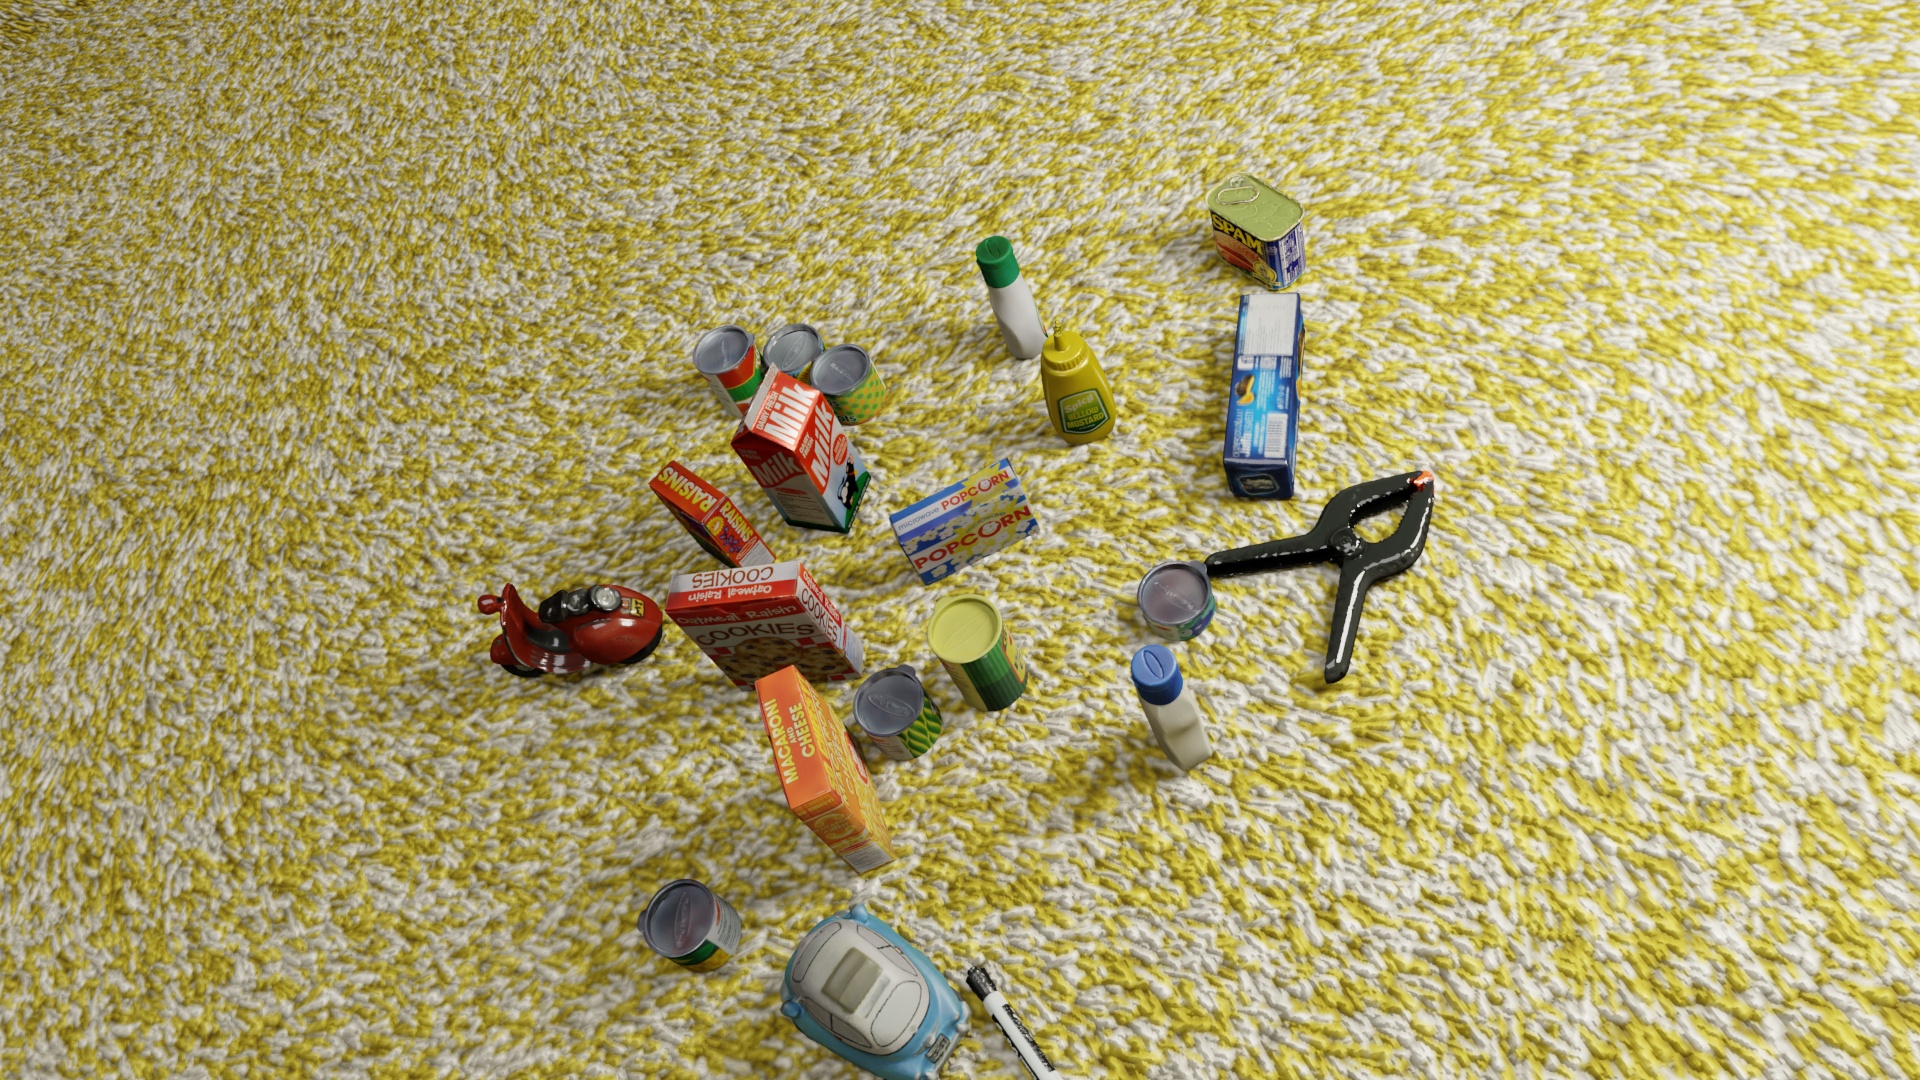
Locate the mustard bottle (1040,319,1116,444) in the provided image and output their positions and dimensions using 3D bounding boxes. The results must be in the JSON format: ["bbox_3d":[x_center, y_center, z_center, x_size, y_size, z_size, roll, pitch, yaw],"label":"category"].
[{"bbox_3d":[0.106,-0.153,1.318,0.065,0.159,0.049,-18,56,7],"label":"mustard bottle"}]

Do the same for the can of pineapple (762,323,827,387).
[{"bbox_3d":[-0.170,-0.189,1.494,0.071,0.057,0.071,-8,57,13],"label":"can of pineapple"}]

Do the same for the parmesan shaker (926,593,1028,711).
[{"bbox_3d":[0.016,0.098,1.225,0.071,0.102,0.071,-9,57,14],"label":"parmesan shaker"}]

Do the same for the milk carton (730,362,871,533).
[{"bbox_3d":[-0.159,-0.088,1.346,0.073,0.189,0.072,8,63,23],"label":"milk carton"}]

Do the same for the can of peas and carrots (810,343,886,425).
[{"bbox_3d":[-0.118,-0.162,1.459,0.071,0.058,0.071,-8,57,13],"label":"can of peas and carrots"}]

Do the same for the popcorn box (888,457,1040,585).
[{"bbox_3d":[0.005,-0.016,1.311,0.127,0.085,0.038,-26,55,1],"label":"popcorn box"}]

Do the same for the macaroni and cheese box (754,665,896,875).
[{"bbox_3d":[-0.113,0.196,1.168,0.040,0.165,0.124,-25,55,3],"label":"macaroni and cheese box"}]

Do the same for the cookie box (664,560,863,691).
[{"bbox_3d":[-0.174,0.081,1.259,0.123,0.166,0.040,-8,58,14],"label":"cookie box"}]

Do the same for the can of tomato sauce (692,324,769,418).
[{"bbox_3d":[-0.239,-0.182,1.497,0.071,0.082,0.071,-8,57,13],"label":"can of tomato sauce"}]

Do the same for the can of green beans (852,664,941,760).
[{"bbox_3d":[-0.055,0.156,1.240,0.071,0.057,0.071,-8,57,13],"label":"can of green beans"}]

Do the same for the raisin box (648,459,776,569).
[{"bbox_3d":[-0.244,-0.017,1.371,0.086,0.123,0.040,32,74,32],"label":"raisin box"}]

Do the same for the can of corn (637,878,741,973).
[{"bbox_3d":[-0.231,0.331,1.189,0.071,0.058,0.071,-8,57,13],"label":"can of corn"}]

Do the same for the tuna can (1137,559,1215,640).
[{"bbox_3d":[0.194,0.052,1.238,0.071,0.032,0.071,-8,57,13],"label":"tuna can"}]

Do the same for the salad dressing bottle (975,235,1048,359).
[{"bbox_3d":[0.051,-0.244,1.400,0.044,0.147,0.064,-27,55,1],"label":"salad dressing bottle"}]

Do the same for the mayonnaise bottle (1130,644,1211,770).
[{"bbox_3d":[0.169,0.132,1.125,0.041,0.147,0.065,-29,55,0],"label":"mayonnaise bottle"}]
